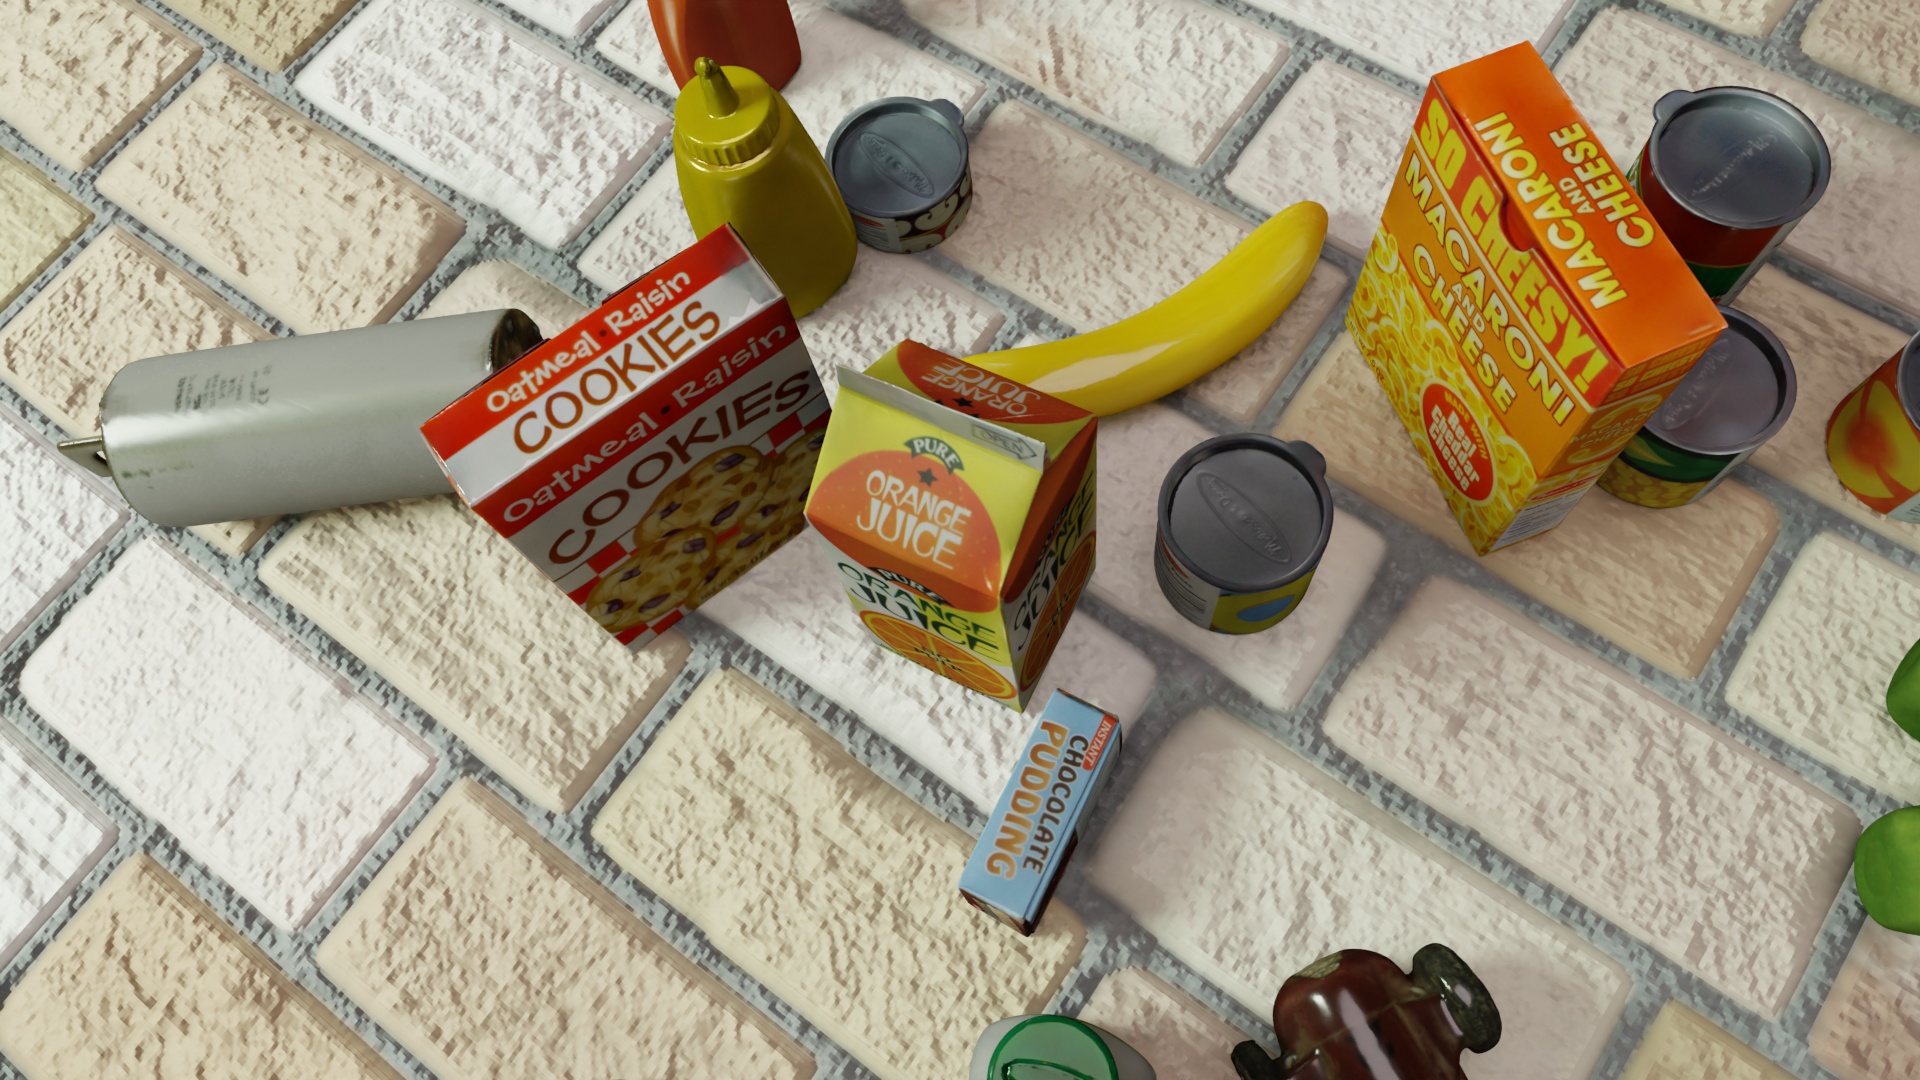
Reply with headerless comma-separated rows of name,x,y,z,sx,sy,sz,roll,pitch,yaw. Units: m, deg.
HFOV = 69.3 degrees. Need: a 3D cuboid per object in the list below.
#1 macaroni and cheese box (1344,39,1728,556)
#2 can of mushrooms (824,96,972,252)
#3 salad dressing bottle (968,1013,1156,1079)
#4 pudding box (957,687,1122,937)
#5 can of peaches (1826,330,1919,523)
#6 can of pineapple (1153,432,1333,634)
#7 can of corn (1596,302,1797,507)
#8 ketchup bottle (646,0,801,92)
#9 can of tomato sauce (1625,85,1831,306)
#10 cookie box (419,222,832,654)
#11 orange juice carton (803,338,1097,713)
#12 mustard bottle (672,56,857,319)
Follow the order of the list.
macaroni and cheese box,0.201,-0.080,0.517,0.040,0.166,0.124,-22,69,-3
can of mushrooms,-0.026,-0.171,0.645,0.071,0.033,0.071,-2,69,5
salad dressing bottle,0.032,0.174,0.443,0.064,0.147,0.044,13,71,10
pudding box,0.031,0.103,0.524,0.030,0.049,0.084,24,73,14
can of peaches,0.387,-0.048,0.546,0.071,0.058,0.071,-2,69,5
can of pineapple,0.112,-0.002,0.553,0.071,0.057,0.071,-2,69,5
can of corn,0.285,-0.055,0.558,0.071,0.058,0.071,-2,69,5
ketchup bottle,-0.115,-0.257,0.625,0.065,0.148,0.043,-38,70,-9
can of tomato sauce,0.303,-0.135,0.574,0.071,0.083,0.071,-2,69,5
cookie box,-0.110,-0.030,0.526,0.123,0.167,0.040,-37,70,-9
orange juice carton,0.002,-0.006,0.492,0.072,0.192,0.073,24,73,14
mustard bottle,-0.085,-0.150,0.574,0.065,0.159,0.049,-37,70,-9
